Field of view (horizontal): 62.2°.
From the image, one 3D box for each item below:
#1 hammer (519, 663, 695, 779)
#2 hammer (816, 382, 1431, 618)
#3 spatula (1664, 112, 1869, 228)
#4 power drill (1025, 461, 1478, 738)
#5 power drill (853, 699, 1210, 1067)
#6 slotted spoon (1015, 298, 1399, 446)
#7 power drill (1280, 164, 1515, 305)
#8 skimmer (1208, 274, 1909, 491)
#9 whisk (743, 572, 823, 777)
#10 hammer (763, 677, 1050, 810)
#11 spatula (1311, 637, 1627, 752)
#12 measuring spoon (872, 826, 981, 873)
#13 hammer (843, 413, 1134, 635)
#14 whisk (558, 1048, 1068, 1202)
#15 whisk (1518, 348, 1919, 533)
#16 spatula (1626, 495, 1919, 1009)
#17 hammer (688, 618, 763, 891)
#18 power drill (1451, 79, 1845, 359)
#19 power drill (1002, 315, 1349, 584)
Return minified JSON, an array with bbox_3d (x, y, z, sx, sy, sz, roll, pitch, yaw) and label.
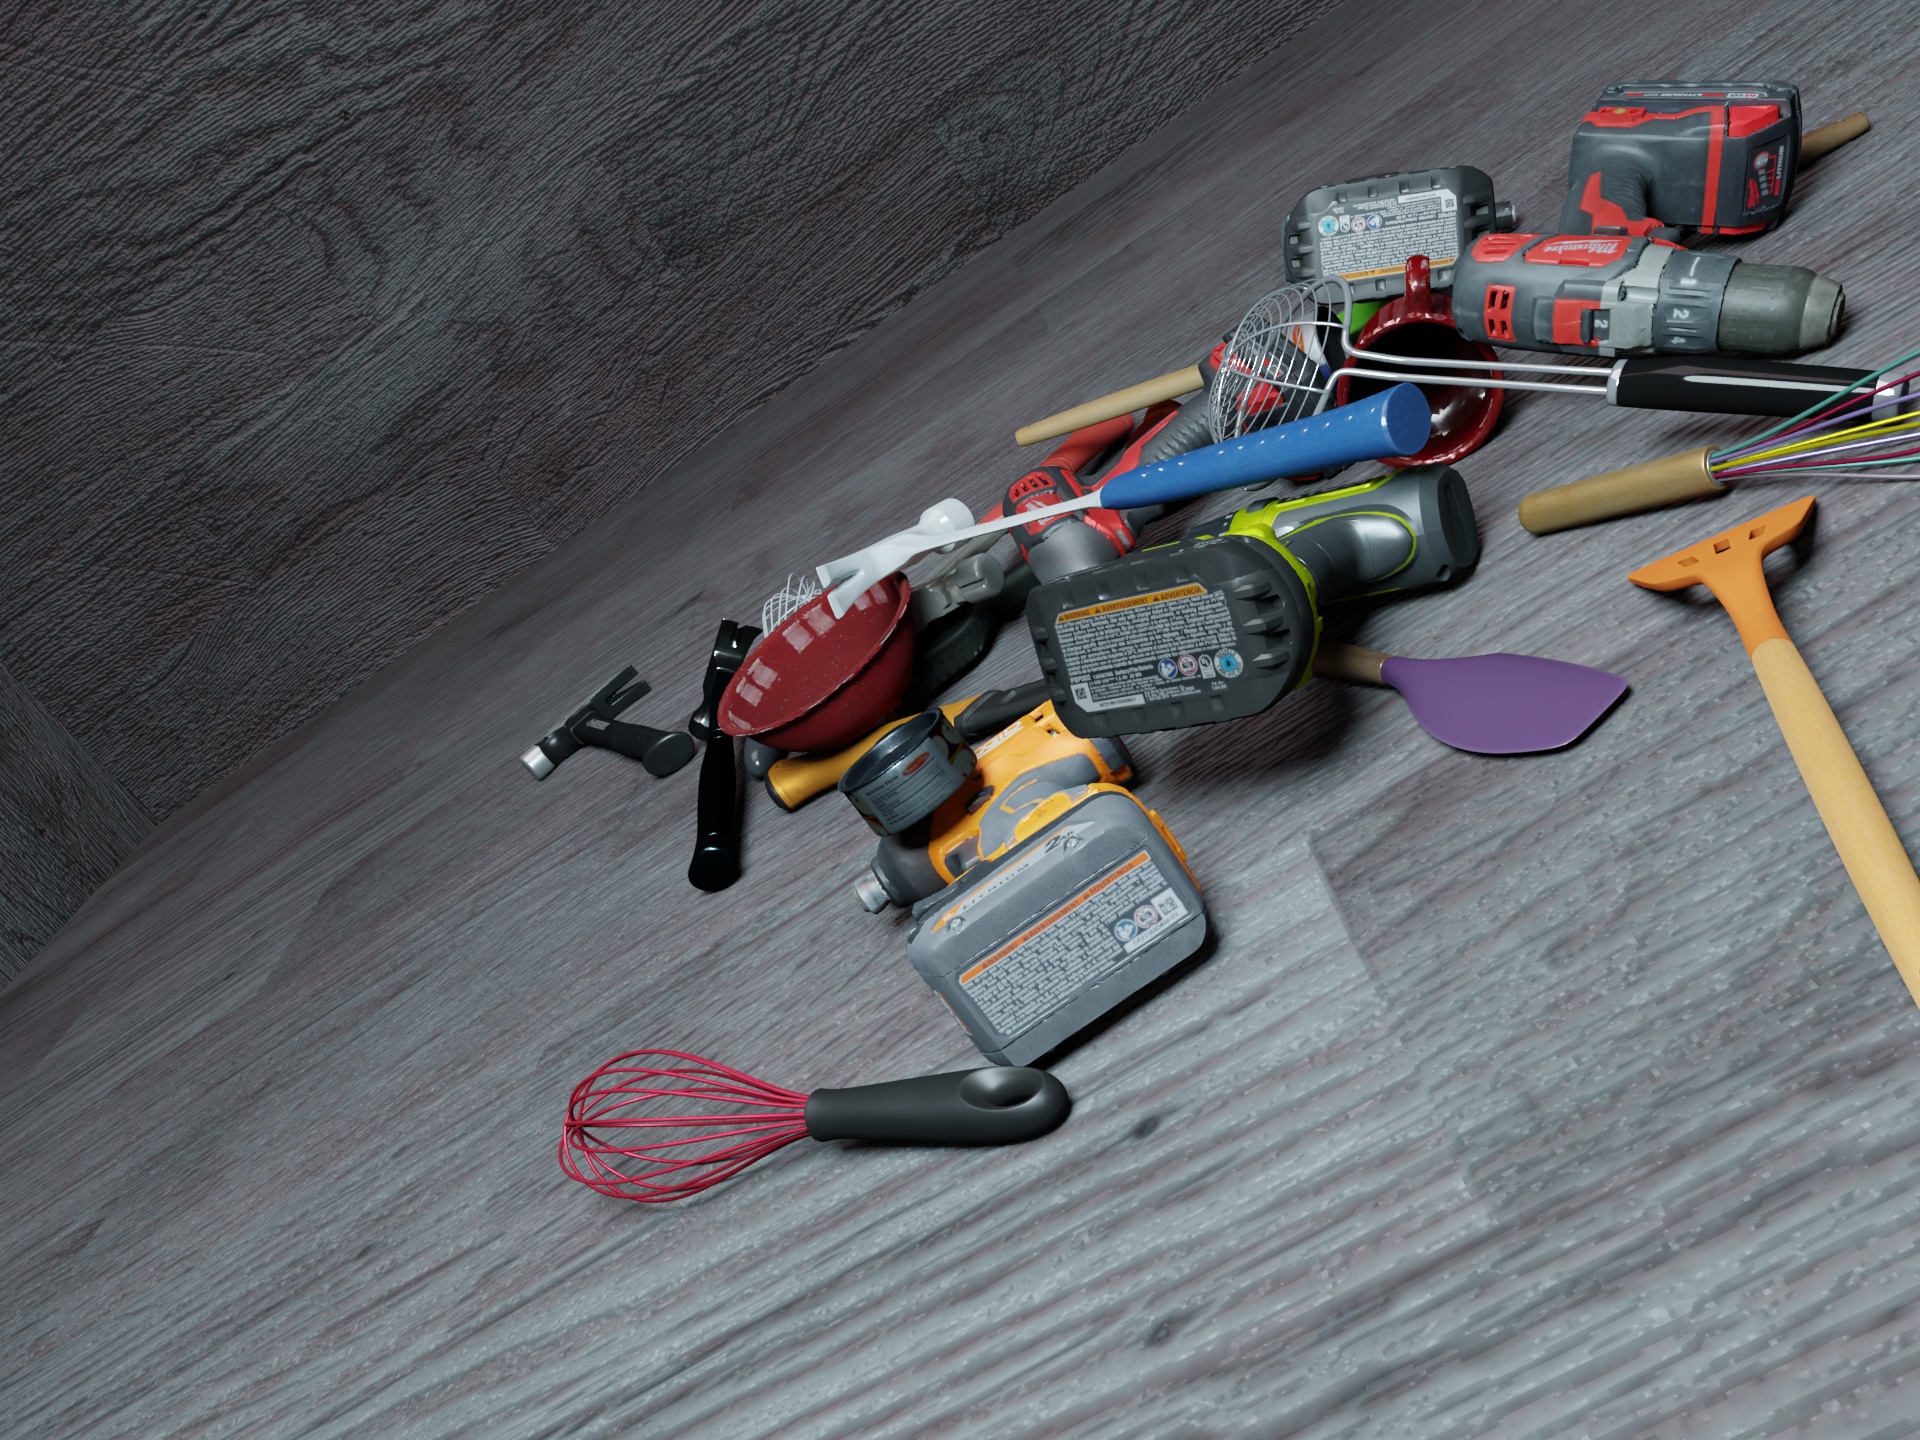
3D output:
[{"bbox_3d":[-0.315,0.011,1.492,0.146,0.035,0.335,-44,22,-18],"label":"hammer"},{"bbox_3d":[0.077,-0.124,0.910,0.405,0.035,0.144,-8,19,48],"label":"hammer"},{"bbox_3d":[0.415,-0.295,1.015,0.317,0.044,0.082,-24,23,19],"label":"spatula"},{"bbox_3d":[0.132,-0.065,0.794,0.190,0.080,0.228,-10,12,37],"label":"power drill"},{"bbox_3d":[0.021,0.072,0.764,0.164,0.084,0.227,-35,16,5],"label":"power drill"},{"bbox_3d":[0.191,-0.266,1.215,0.314,0.031,0.070,-17,22,13],"label":"slotted spoon"},{"bbox_3d":[0.314,-0.350,1.140,0.171,0.080,0.223,-5,16,16],"label":"power drill"},{"bbox_3d":[0.285,-0.167,0.821,0.363,0.090,0.127,14,84,38],"label":"skimmer"},{"bbox_3d":[-0.144,-0.036,1.305,0.070,0.070,0.285,-29,27,20],"label":"whisk"},{"bbox_3d":[-0.002,-0.003,1.025,0.337,0.034,0.127,-19,27,38],"label":"hammer"},{"bbox_3d":[0.195,-0.026,0.784,0.060,0.018,0.316,-41,22,-10],"label":"spatula"},{"bbox_3d":[0.006,0.068,0.894,0.124,0.018,0.034,-30,29,-3],"label":"measuring spoon"},{"bbox_3d":[0.040,-0.165,1.243,0.149,0.036,0.359,-16,21,39],"label":"hammer"},{"bbox_3d":[-0.078,0.181,0.722,0.296,0.073,0.073,-13,30,34],"label":"whisk"},{"bbox_3d":[0.352,-0.117,0.700,0.245,0.051,0.047,-11,37,54],"label":"whisk"},{"bbox_3d":[0.300,-0.004,0.566,0.081,0.041,0.323,-26,27,25],"label":"spatula"},{"bbox_3d":[-0.182,0.026,1.197,0.331,0.033,0.128,-103,31,-62],"label":"hammer"},{"bbox_3d":[0.395,-0.268,0.869,0.188,0.080,0.227,15,48,33],"label":"power drill"},{"bbox_3d":[0.138,-0.159,1.045,0.219,0.078,0.143,-33,35,7],"label":"power drill"}]
